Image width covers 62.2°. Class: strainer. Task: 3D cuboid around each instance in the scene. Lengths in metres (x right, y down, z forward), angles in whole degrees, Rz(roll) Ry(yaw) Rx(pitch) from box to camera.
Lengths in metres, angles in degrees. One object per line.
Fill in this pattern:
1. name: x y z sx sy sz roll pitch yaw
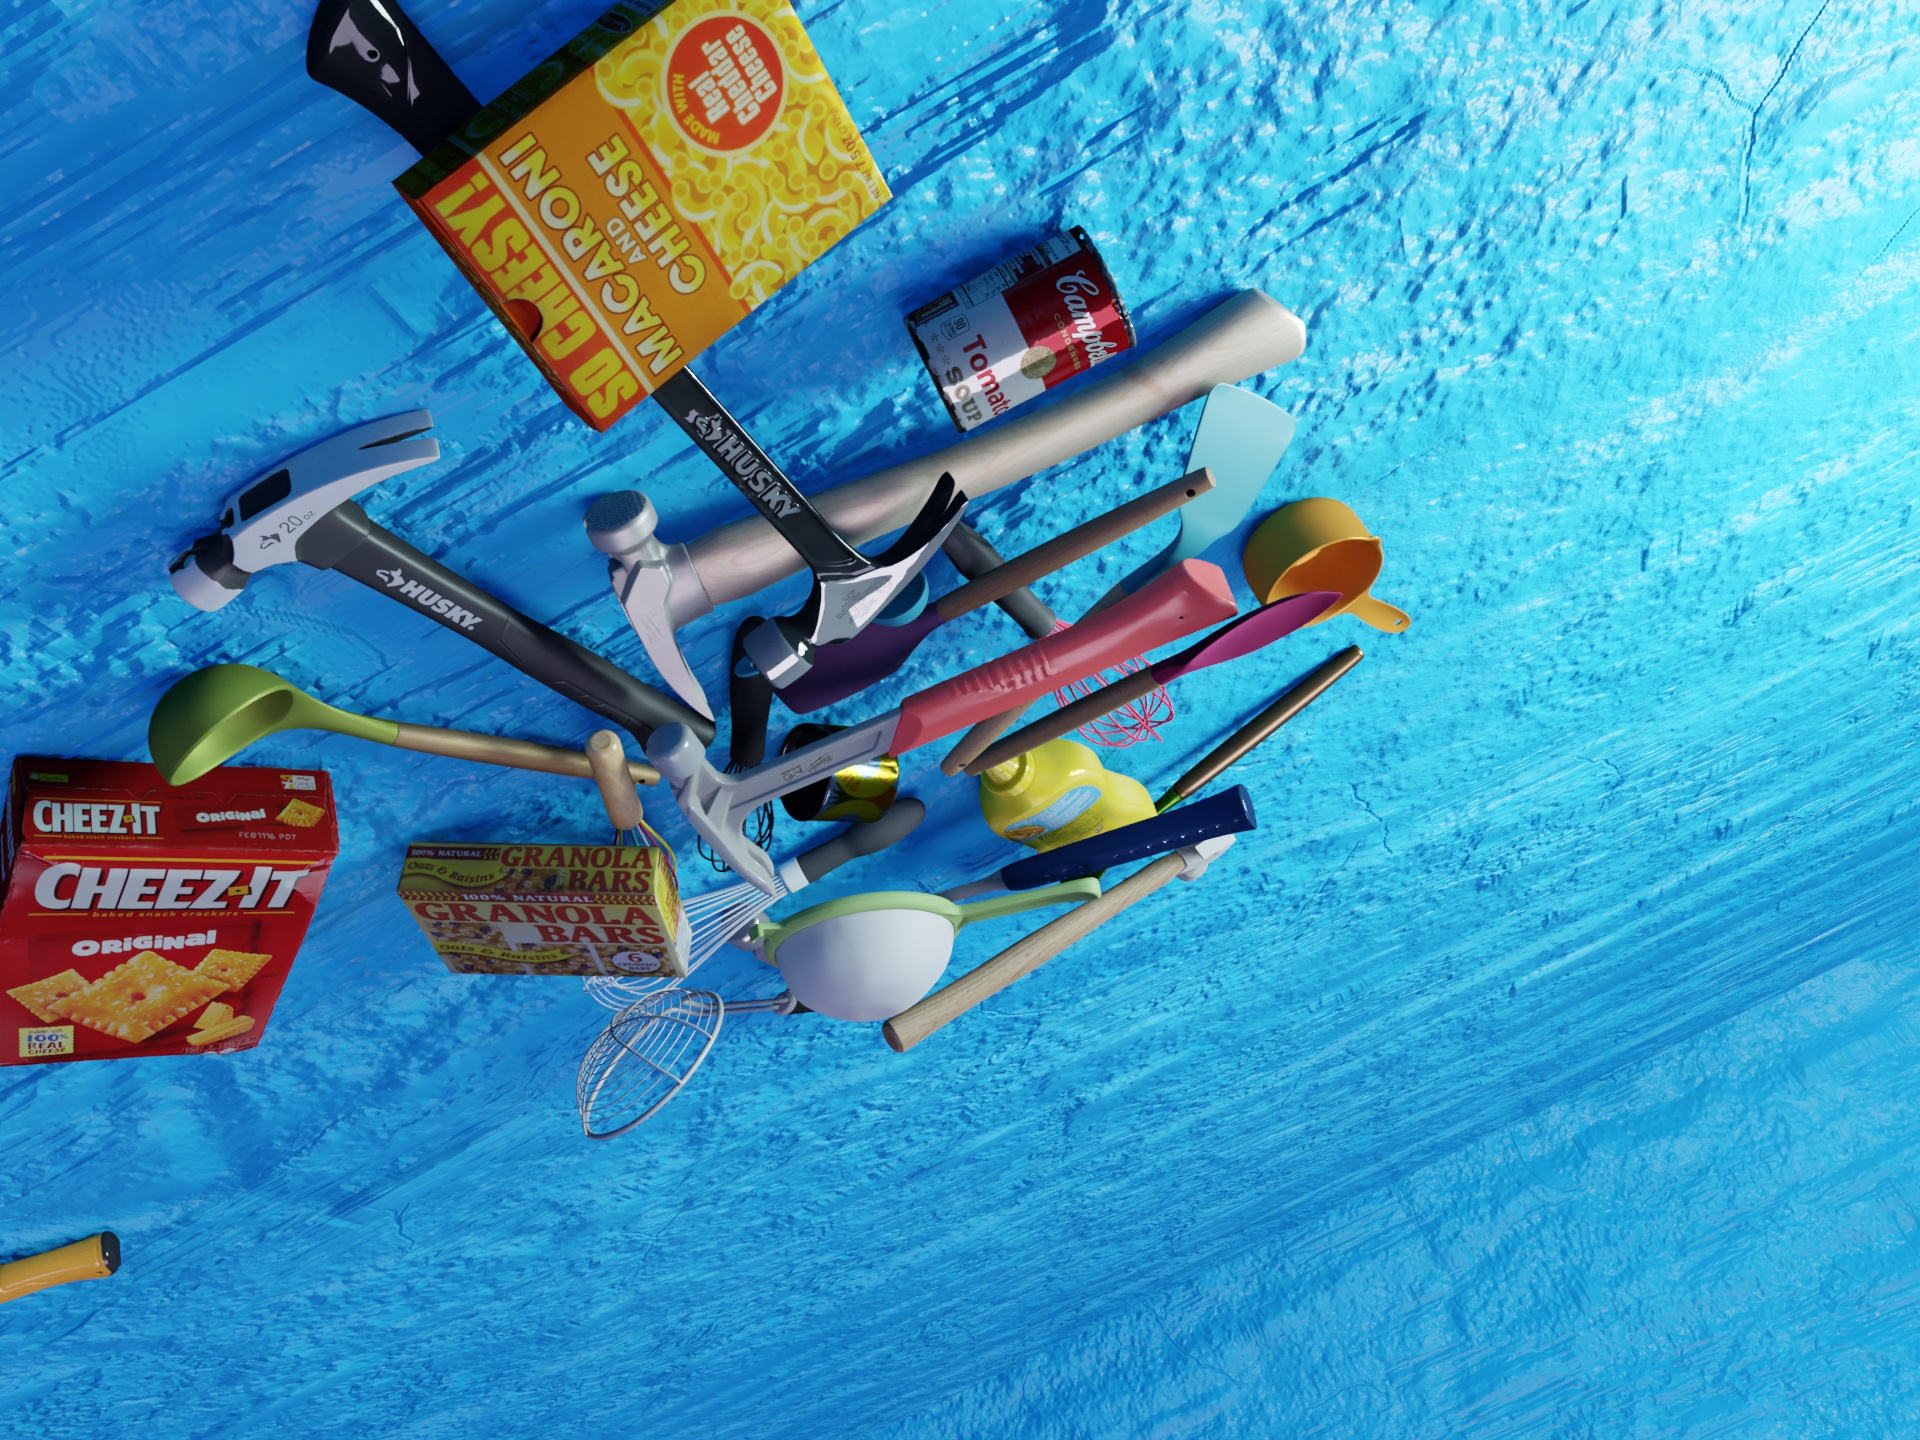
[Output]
1. strainer: -0.017 0.173 1.174 0.256 0.069 0.151 -14 153 9

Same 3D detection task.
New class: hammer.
1. hammer: -0.245 -0.050 0.880 0.146 0.035 0.334 -33 146 14
2. hammer: -0.002 -0.003 0.969 0.359 0.037 0.149 -23 133 11
3. hammer: -0.828 0.455 1.216 0.337 0.034 0.127 -14 146 -16
4. hammer: 0.027 0.125 1.214 0.405 0.035 0.144 -18 151 17
5. hammer: -0.138 -0.168 0.735 0.149 0.036 0.408 -37 137 5
6. hammer: 0.083 0.166 1.259 0.331 0.031 0.130 -29 165 -21
7. hammer: 0.006 -0.134 0.897 0.410 0.038 0.146 -24 132 -5

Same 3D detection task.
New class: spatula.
1. spatula: 0.084 -0.071 0.980 0.082 0.044 0.317 11 134 -43
2. spatula: 0.009 -0.078 0.952 0.316 0.018 0.059 -24 124 25

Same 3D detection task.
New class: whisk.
1. whisk: -0.152 0.130 1.175 0.284 0.070 0.070 -28 147 -3
2. whisk: -0.217 0.074 1.038 0.047 0.051 0.244 -10 152 -8
3. whisk: 0.061 -0.055 1.047 0.073 0.073 0.295 -34 140 14
4. whisk: -0.142 0.021 1.038 0.055 0.055 0.238 -10 140 -21

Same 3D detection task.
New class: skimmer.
1. skimmer: -0.158 0.247 1.220 0.127 0.090 0.363 -33 161 20

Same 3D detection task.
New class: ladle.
1. ladle: -0.304 0.022 0.925 0.320 0.062 0.078 13 136 -46

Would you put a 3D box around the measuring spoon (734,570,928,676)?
1. measuring spoon: -0.075 -0.052 0.946 0.128 0.042 0.021 -26 139 8

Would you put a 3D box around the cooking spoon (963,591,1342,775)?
1. cooking spoon: 0.108 -0.021 1.019 0.068 0.017 0.319 -4 163 -45

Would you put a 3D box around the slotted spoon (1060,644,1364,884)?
1. slotted spoon: 0.195 0.041 1.279 0.313 0.070 0.031 -40 108 14

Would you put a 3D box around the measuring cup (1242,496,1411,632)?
1. measuring cup: 0.263 -0.102 1.114 0.095 0.052 0.173 -42 145 25
